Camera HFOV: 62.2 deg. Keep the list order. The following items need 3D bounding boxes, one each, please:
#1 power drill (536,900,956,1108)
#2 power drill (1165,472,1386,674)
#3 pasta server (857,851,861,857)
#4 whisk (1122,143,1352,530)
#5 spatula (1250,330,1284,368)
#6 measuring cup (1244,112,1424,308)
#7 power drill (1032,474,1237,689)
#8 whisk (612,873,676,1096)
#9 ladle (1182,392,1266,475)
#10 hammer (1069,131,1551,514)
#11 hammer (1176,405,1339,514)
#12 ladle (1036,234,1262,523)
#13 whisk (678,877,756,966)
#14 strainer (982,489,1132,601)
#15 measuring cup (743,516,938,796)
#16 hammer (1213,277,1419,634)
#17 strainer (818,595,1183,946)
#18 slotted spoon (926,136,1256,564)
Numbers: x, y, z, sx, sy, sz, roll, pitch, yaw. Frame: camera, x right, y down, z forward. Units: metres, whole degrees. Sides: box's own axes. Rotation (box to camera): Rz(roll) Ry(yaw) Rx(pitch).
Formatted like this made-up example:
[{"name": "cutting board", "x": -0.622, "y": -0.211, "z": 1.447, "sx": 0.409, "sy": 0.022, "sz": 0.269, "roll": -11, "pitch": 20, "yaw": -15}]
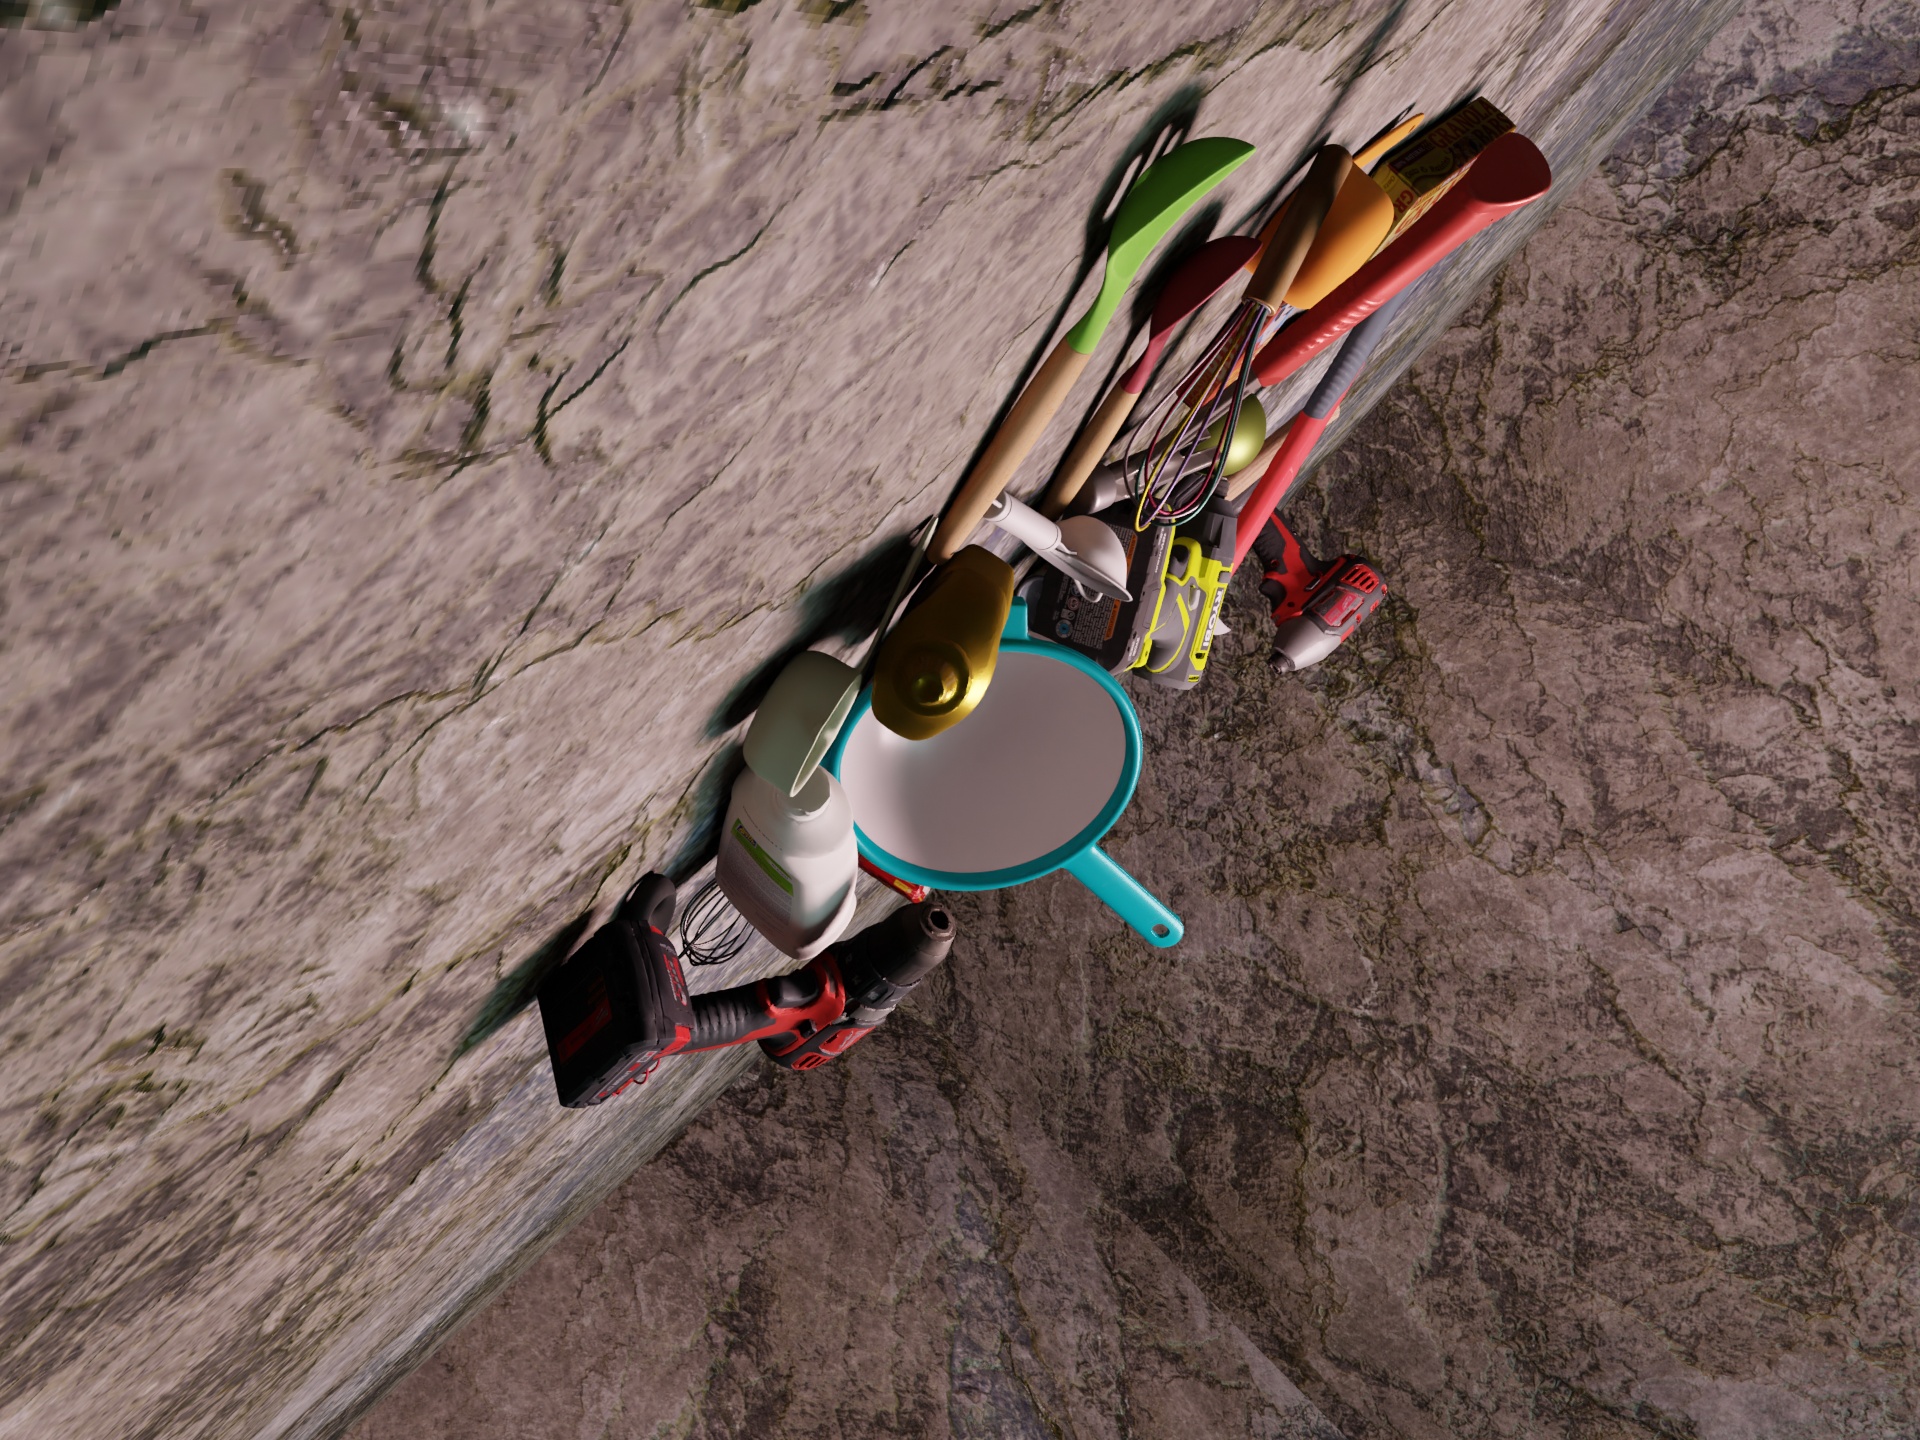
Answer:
[{"name": "power drill", "x": -0.127, "y": 0.169, "z": 0.999, "sx": 0.226, "sy": 0.080, "sz": 0.188, "roll": 4, "pitch": 146, "yaw": -41}, {"name": "power drill", "x": 0.294, "y": -0.153, "z": 1.555, "sx": 0.143, "sy": 0.220, "sz": 0.078, "roll": -44, "pitch": 173, "yaw": -14}, {"name": "pasta server", "x": -0.135, "y": 0.122, "z": 1.350, "sx": 0.060, "sy": 0.040, "sz": 0.316, "roll": -58, "pitch": 172, "yaw": 2}, {"name": "whisk", "x": 0.157, "y": -0.214, "z": 0.890, "sx": 0.047, "sy": 0.051, "sz": 0.245, "roll": 30, "pitch": 87, "yaw": -45}, {"name": "spatula", "x": 0.317, "y": -0.353, "z": 1.360, "sx": 0.316, "sy": 0.018, "sz": 0.059, "roll": -40, "pitch": 175, "yaw": -35}, {"name": "measuring cup", "x": 0.251, "y": -0.320, "z": 0.987, "sx": 0.173, "sy": 0.052, "sz": 0.095, "roll": -41, "pitch": 172, "yaw": -22}, {"name": "power drill", "x": 0.147, "y": -0.110, "z": 1.213, "sx": 0.223, "sy": 0.080, "sz": 0.171, "roll": -6, "pitch": 112, "yaw": -62}, {"name": "whisk", "x": -0.224, "y": 0.181, "z": 1.088, "sx": 0.073, "sy": 0.073, "sz": 0.295, "roll": -41, "pitch": 165, "yaw": -35}, {"name": "ladle", "x": 0.238, "y": -0.259, "z": 1.400, "sx": 0.078, "sy": 0.062, "sz": 0.320, "roll": -44, "pitch": -179, "yaw": 18}, {"name": "hammer", "x": 0.210, "y": -0.229, "z": 0.961, "sx": 0.149, "sy": 0.037, "sz": 0.359, "roll": -27, "pitch": 176, "yaw": -36}, {"name": "hammer", "x": 0.216, "y": -0.192, "z": 1.452, "sx": 0.331, "sy": 0.031, "sz": 0.130, "roll": -39, "pitch": 179, "yaw": -7}, {"name": "ladle", "x": 0.094, "y": -0.186, "z": 0.945, "sx": 0.069, "sy": 0.031, "sz": 0.315, "roll": -47, "pitch": 177, "yaw": -27}, {"name": "whisk", "x": -0.129, "y": 0.087, "z": 1.160, "sx": 0.239, "sy": 0.055, "sz": 0.055, "roll": -51, "pitch": 173, "yaw": 7}, {"name": "strainer", "x": 0.057, "y": -0.114, "z": 0.984, "sx": 0.050, "sy": 0.087, "sz": 0.258, "roll": -62, "pitch": 160, "yaw": 6}, {"name": "measuring cup", "x": -0.065, "y": -0.041, "z": 0.844, "sx": 0.167, "sy": 0.038, "sz": 0.083, "roll": -62, "pitch": 178, "yaw": -2}, {"name": "hammer", "x": 0.306, "y": -0.250, "z": 1.398, "sx": 0.386, "sy": 0.038, "sz": 0.143, "roll": -59, "pitch": 159, "yaw": 5}, {"name": "strainer", "x": 0.050, "y": 0.045, "z": 1.117, "sx": 0.211, "sy": 0.340, "sz": 0.095, "roll": -36, "pitch": -144, "yaw": 16}, {"name": "slotted spoon", "x": 0.045, "y": -0.165, "z": 0.765, "sx": 0.070, "sy": 0.031, "sz": 0.313, "roll": -41, "pitch": 174, "yaw": -37}]
